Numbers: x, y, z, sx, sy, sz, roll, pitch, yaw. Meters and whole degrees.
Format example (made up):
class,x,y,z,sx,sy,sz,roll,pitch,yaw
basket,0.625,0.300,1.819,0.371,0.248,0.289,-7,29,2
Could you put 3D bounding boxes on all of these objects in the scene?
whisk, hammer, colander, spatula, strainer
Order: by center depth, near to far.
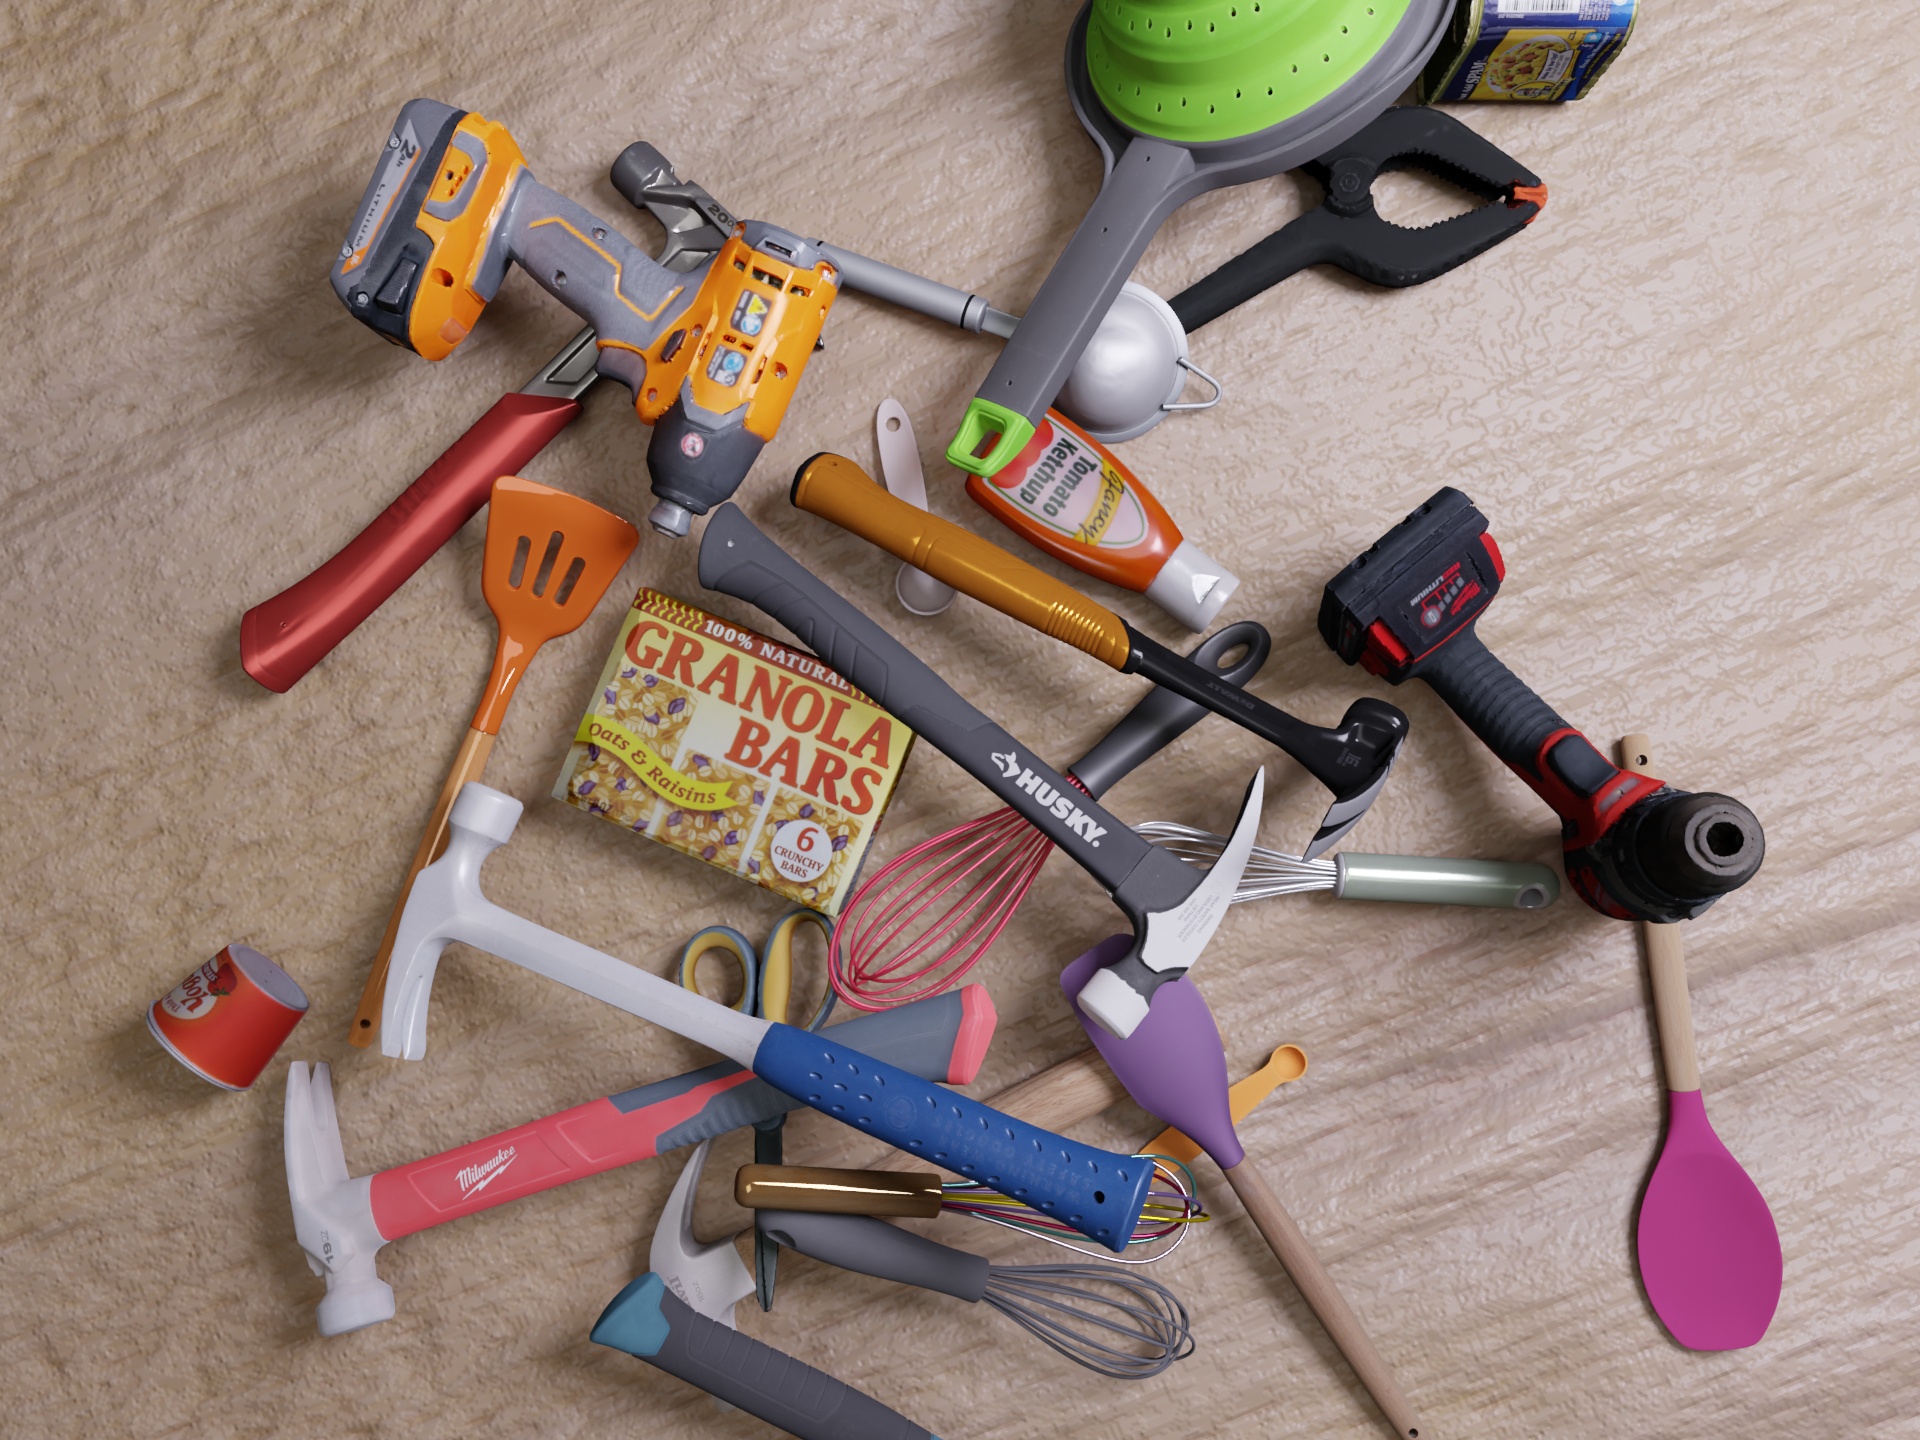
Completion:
class,x,y,z,sx,sy,sz,roll,pitch,yaw
hammer,-0.105,0.159,0.766,0.406,0.035,0.144,19,80,19
colander,0.090,-0.304,0.774,0.205,0.094,0.397,29,86,34
hammer,0.055,-0.046,0.792,0.337,0.127,0.034,29,123,14
whisk,0.010,0.238,0.793,0.245,0.047,0.051,7,109,-14
hammer,-0.001,-0.003,0.803,0.335,0.035,0.146,39,78,12
whisk,0.010,0.284,0.806,0.239,0.055,0.055,21,89,-10
hammer,-0.169,0.192,0.814,0.386,0.038,0.143,-20,73,10
hammer,-0.033,0.371,0.815,0.331,0.033,0.128,28,92,-4
spatula,0.156,0.246,0.818,0.060,0.018,0.316,-33,93,-2
whisk,0.189,0.080,0.829,0.246,0.059,0.057,3,125,0
whisk,0.049,0.047,0.832,0.296,0.073,0.073,-40,86,-5
hammer,-0.013,0.231,0.841,0.331,0.031,0.130,-28,87,2
strainer,0.015,-0.213,0.849,0.258,0.050,0.086,22,113,9
spatula,-0.268,0.029,0.859,0.081,0.041,0.322,22,91,-14
hammer,-0.247,-0.142,0.867,0.359,0.036,0.149,-44,86,1

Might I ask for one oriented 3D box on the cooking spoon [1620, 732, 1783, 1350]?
class,x,y,z,sx,sy,sz,roll,pitch,yaw
cooking spoon,0.372,0.165,0.824,0.069,0.017,0.319,-7,88,12

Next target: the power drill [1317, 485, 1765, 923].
class,x,y,z,sx,sy,sz,roll,pitch,yaw
power drill,0.274,0.001,0.749,0.080,0.187,0.227,-40,77,3

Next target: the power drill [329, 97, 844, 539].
class,x,y,z,sx,sy,sz,roll,pitch,yaw
power drill,-0.193,-0.201,0.811,0.226,0.084,0.164,23,89,0

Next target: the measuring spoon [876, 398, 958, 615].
class,x,y,z,sx,sy,sz,roll,pitch,yaw
measuring spoon,-0.026,-0.115,0.865,0.034,0.018,0.124,-13,80,3

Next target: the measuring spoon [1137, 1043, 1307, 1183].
class,x,y,z,sx,sy,sz,roll,pitch,yaw
measuring spoon,0.135,0.210,0.844,0.117,0.011,0.021,-38,87,5
